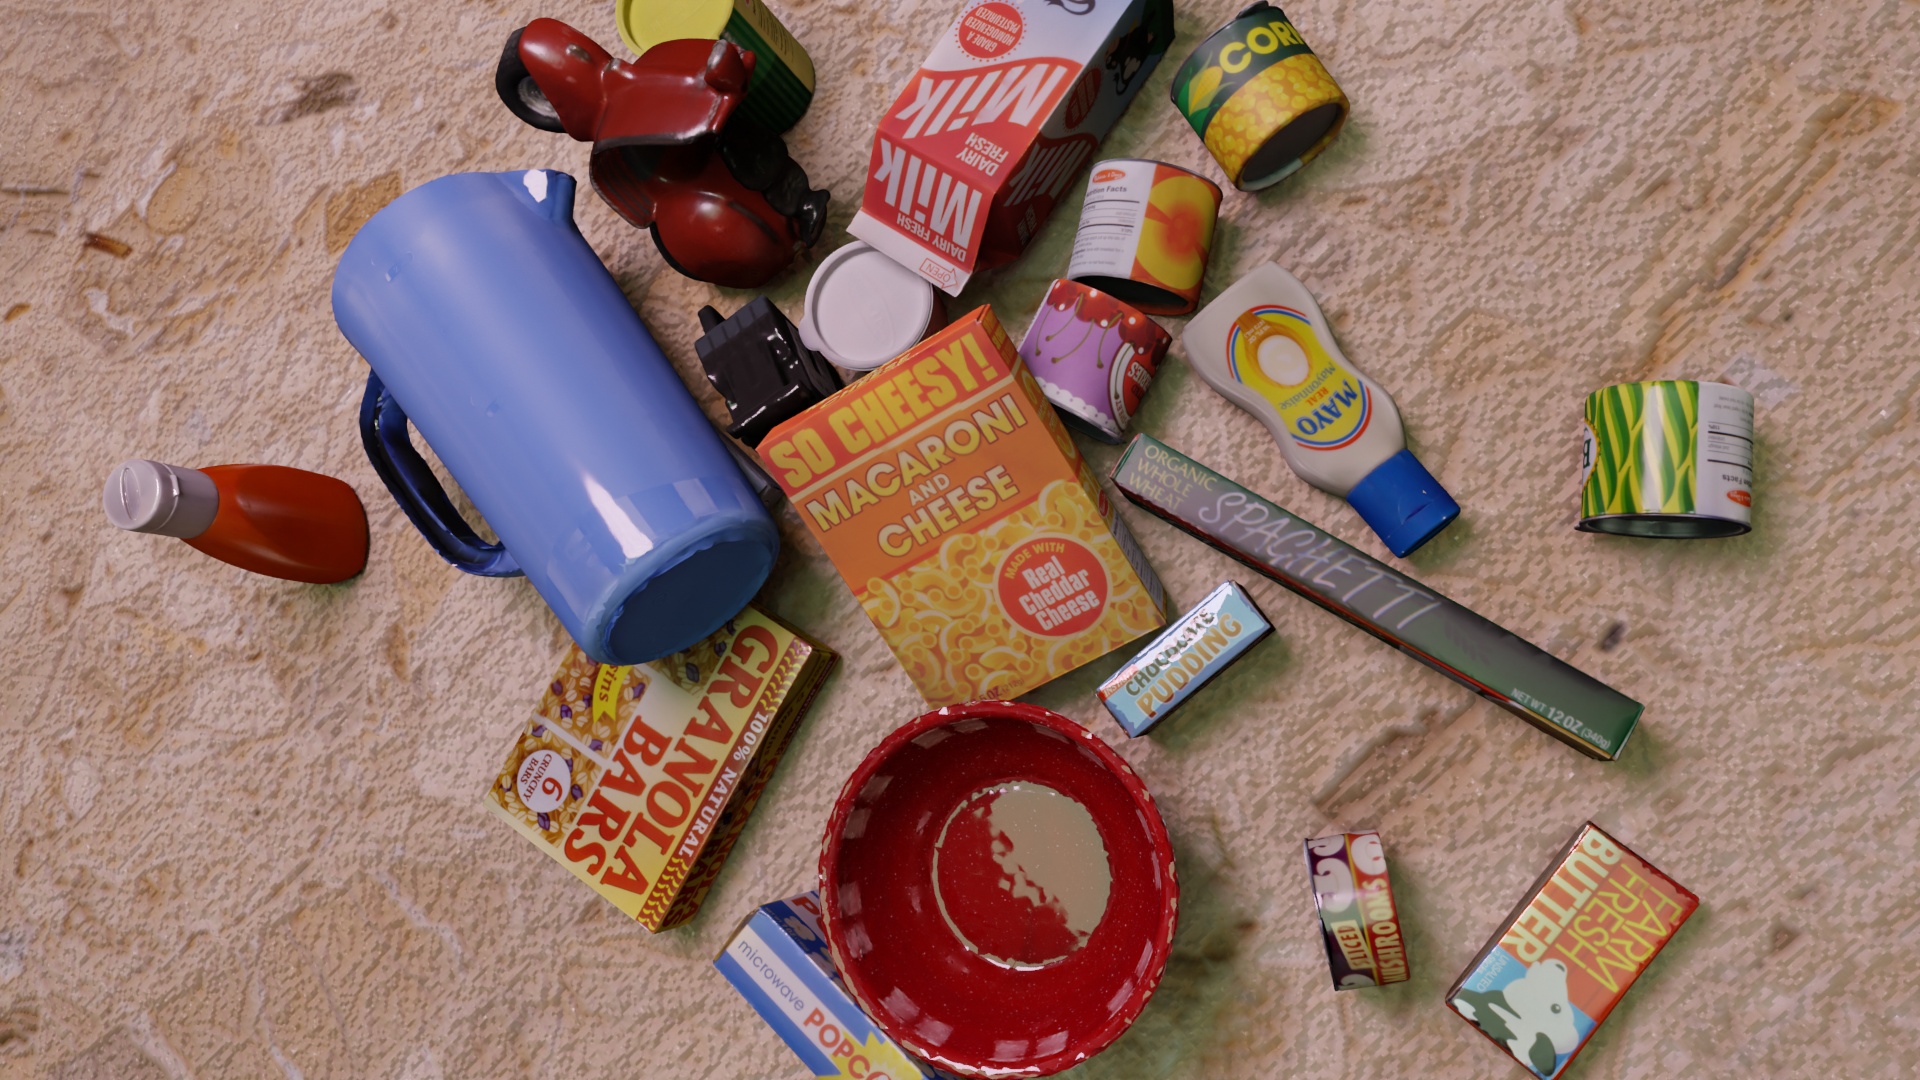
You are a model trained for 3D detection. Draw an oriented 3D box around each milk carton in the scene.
[{"bbox_3d":[0.025,-0.212,0.686,0.072,0.073,0.191,33,83,18],"label":"milk carton"}]

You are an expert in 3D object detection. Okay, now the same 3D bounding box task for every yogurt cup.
[{"bbox_3d":[-0.039,-0.115,0.716,0.072,0.054,0.072,-2,82,16],"label":"yogurt cup"}]

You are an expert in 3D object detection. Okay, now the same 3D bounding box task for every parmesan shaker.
[{"bbox_3d":[-0.126,-0.259,0.737,0.071,0.103,0.071,-2,82,17],"label":"parmesan shaker"}]

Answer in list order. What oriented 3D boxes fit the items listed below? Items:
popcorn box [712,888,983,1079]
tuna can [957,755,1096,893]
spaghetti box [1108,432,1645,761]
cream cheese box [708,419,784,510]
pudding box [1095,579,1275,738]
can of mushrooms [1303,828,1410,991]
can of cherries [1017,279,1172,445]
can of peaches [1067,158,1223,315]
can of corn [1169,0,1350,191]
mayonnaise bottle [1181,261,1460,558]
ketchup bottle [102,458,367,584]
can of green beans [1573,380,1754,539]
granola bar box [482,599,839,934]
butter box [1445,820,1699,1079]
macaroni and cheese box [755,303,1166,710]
[{"bbox_3d":[-0.047,0.223,0.654,0.127,0.085,0.038,41,95,18],"label":"popcorn box"},{"bbox_3d":[0.035,0.132,0.670,0.071,0.033,0.071,-2,82,16],"label":"tuna can"},{"bbox_3d":[0.182,0.023,0.633,0.250,0.050,0.028,31,90,18],"label":"spaghetti box"},{"bbox_3d":[-0.149,-0.041,0.754,0.104,0.024,0.053,43,96,18],"label":"cream cheese box"},{"bbox_3d":[0.106,0.055,0.651,0.083,0.049,0.030,-41,75,8],"label":"pudding box"},{"bbox_3d":[0.173,0.162,0.605,0.033,0.071,0.071,-12,79,13],"label":"can of mushrooms"},{"bbox_3d":[0.063,-0.086,0.675,0.071,0.071,0.058,28,90,18],"label":"can of cherries"},{"bbox_3d":[0.091,-0.146,0.677,0.071,0.071,0.058,12,86,18],"label":"can of peaches"},{"bbox_3d":[0.145,-0.212,0.667,0.071,0.071,0.058,-34,76,10],"label":"can of corn"},{"bbox_3d":[0.171,-0.059,0.652,0.064,0.041,0.148,-39,73,6],"label":"mayonnaise bottle"},{"bbox_3d":[-0.390,-0.014,0.756,0.043,0.149,0.065,-19,78,12],"label":"ketchup bottle"},{"bbox_3d":[0.303,-0.034,0.597,0.071,0.071,0.058,3,83,17],"label":"can of green beans"},{"bbox_3d":[-0.157,0.099,0.729,0.124,0.039,0.165,30,91,19],"label":"granola bar box"},{"bbox_3d":[0.263,0.177,0.600,0.053,0.024,0.103,38,94,18],"label":"butter box"},{"bbox_3d":[0.002,-0.008,0.651,0.123,0.040,0.166,-28,105,17],"label":"macaroni and cheese box"}]
